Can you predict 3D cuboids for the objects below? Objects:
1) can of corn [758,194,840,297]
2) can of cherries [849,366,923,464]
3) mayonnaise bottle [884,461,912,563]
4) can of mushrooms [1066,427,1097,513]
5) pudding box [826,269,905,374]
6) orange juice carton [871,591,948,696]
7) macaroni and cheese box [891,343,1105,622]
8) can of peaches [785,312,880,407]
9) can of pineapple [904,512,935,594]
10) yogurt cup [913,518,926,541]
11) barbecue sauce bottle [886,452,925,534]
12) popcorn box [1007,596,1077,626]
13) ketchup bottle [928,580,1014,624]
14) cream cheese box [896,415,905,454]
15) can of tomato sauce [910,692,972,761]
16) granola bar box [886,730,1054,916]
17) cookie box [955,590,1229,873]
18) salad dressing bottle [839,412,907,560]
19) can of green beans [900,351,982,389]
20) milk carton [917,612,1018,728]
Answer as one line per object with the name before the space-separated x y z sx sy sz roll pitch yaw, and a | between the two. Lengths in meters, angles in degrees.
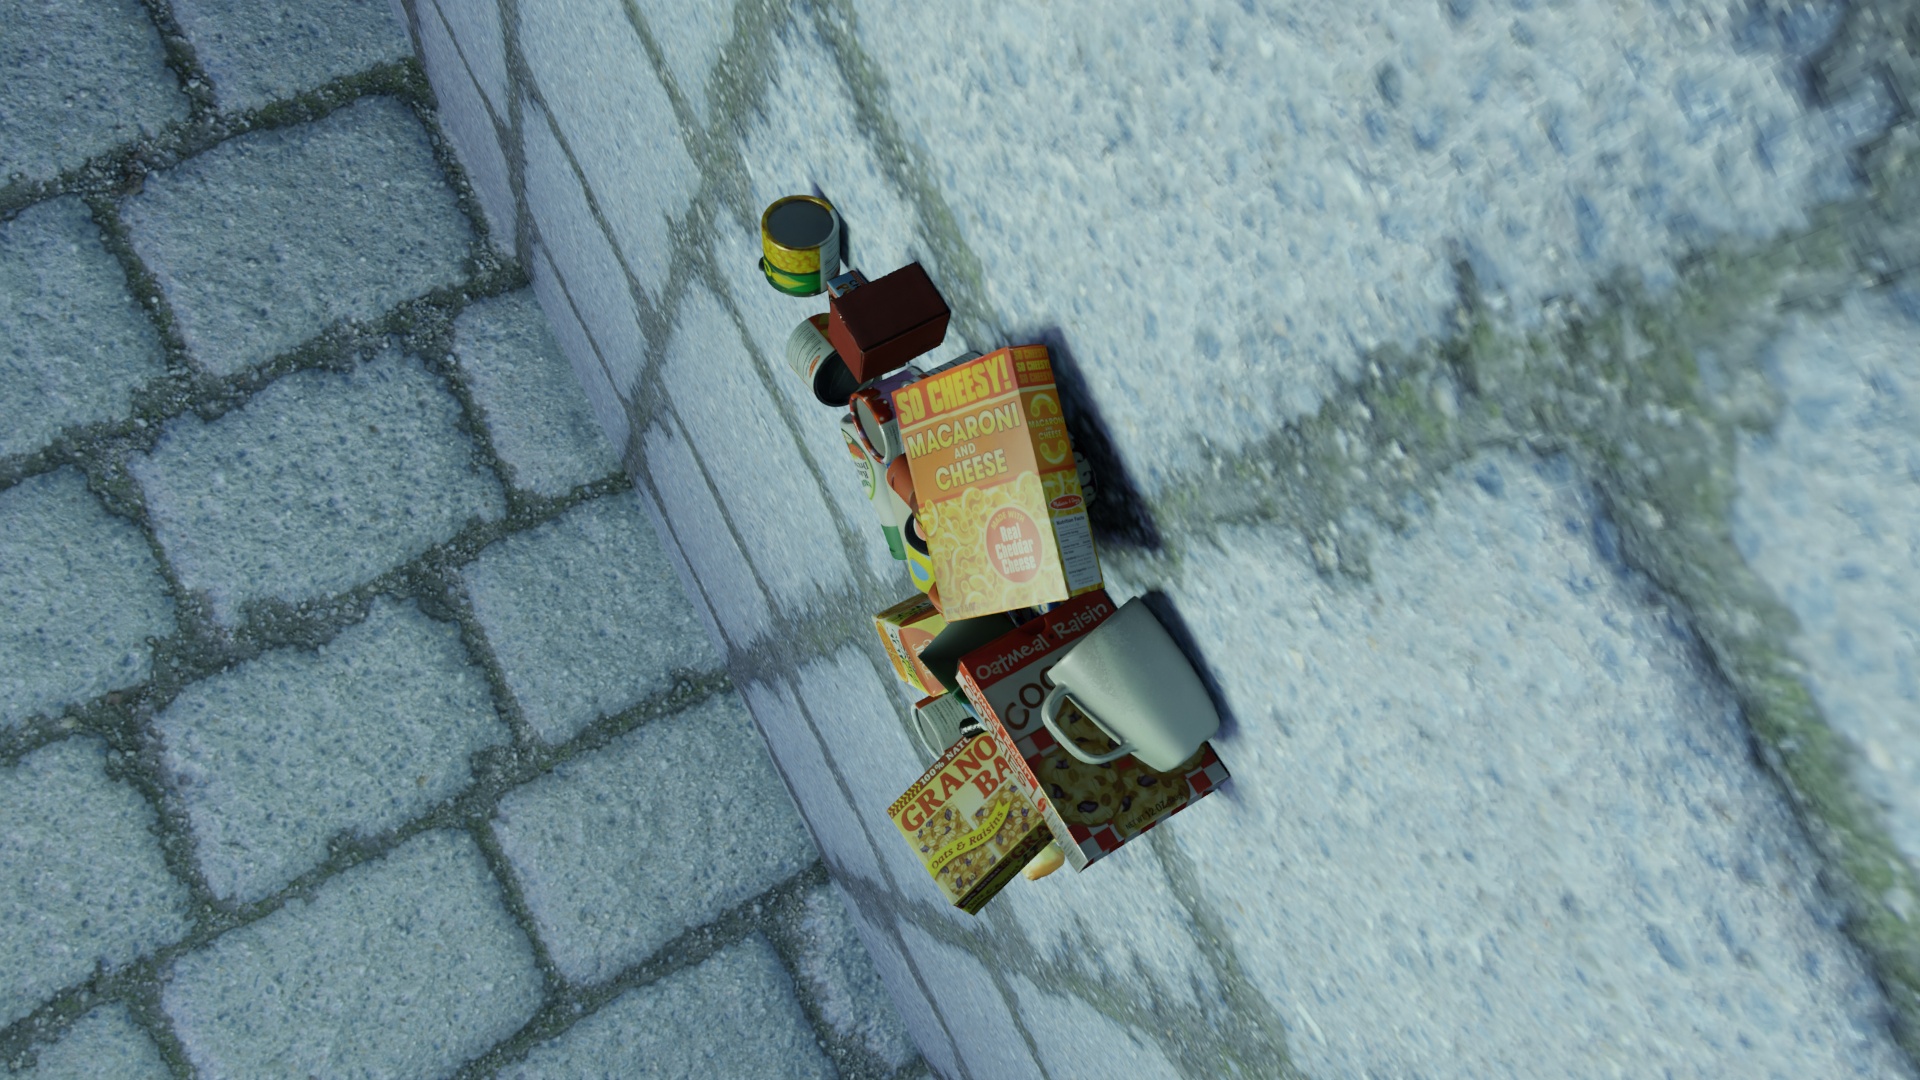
can of corn | -0.137 -0.250 1.176 0.071 0.071 0.058 55 159 24
can of cherries | -0.054 -0.106 1.167 0.072 0.058 0.071 52 159 30
mayonnaise bottle | -0.039 -0.038 1.251 0.065 0.041 0.147 38 148 51
can of mushrooms | 0.065 -0.044 0.967 0.071 0.033 0.070 51 158 31
pudding box | -0.079 -0.184 1.172 0.084 0.030 0.049 51 157 32
orange juice carton | -0.021 0.094 1.303 0.071 0.073 0.192 65 167 -7
macaroni and cheese box | 0.023 -0.036 0.938 0.123 0.040 0.166 -14 88 47
can of peaches | -0.114 -0.162 1.245 0.058 0.071 0.071 49 157 37
can of pineapple | -0.012 0.008 1.198 0.071 0.071 0.057 50 158 35
yogurt cup | 0.004 -0.014 1.129 0.054 0.072 0.072 42 153 31
barbecue sauce bottle | -0.005 -0.015 1.053 0.149 0.044 0.064 48 150 40
popcorn box | 0.058 0.018 1.063 0.085 0.038 0.126 45 154 41
ketchup bottle | 0.028 0.087 1.190 0.065 0.044 0.148 21 153 42
cream cheese box | -0.020 -0.074 1.126 0.024 0.053 0.103 51 158 37
can of tomato sauce | 0.003 0.170 1.352 0.071 0.083 0.070 52 158 31
granola bar box | 0.031 0.228 1.229 0.124 0.165 0.039 46 180 42
cookie box | 0.091 0.131 0.990 0.168 0.123 0.040 57 160 19
salad dressing bottle | -0.069 -0.053 1.305 0.064 0.044 0.147 31 144 60
can of green beans | -0.004 -0.100 1.037 0.071 0.058 0.071 52 159 30
milk carton | 0.059 0.135 1.108 0.190 0.073 0.072 47 176 -32
